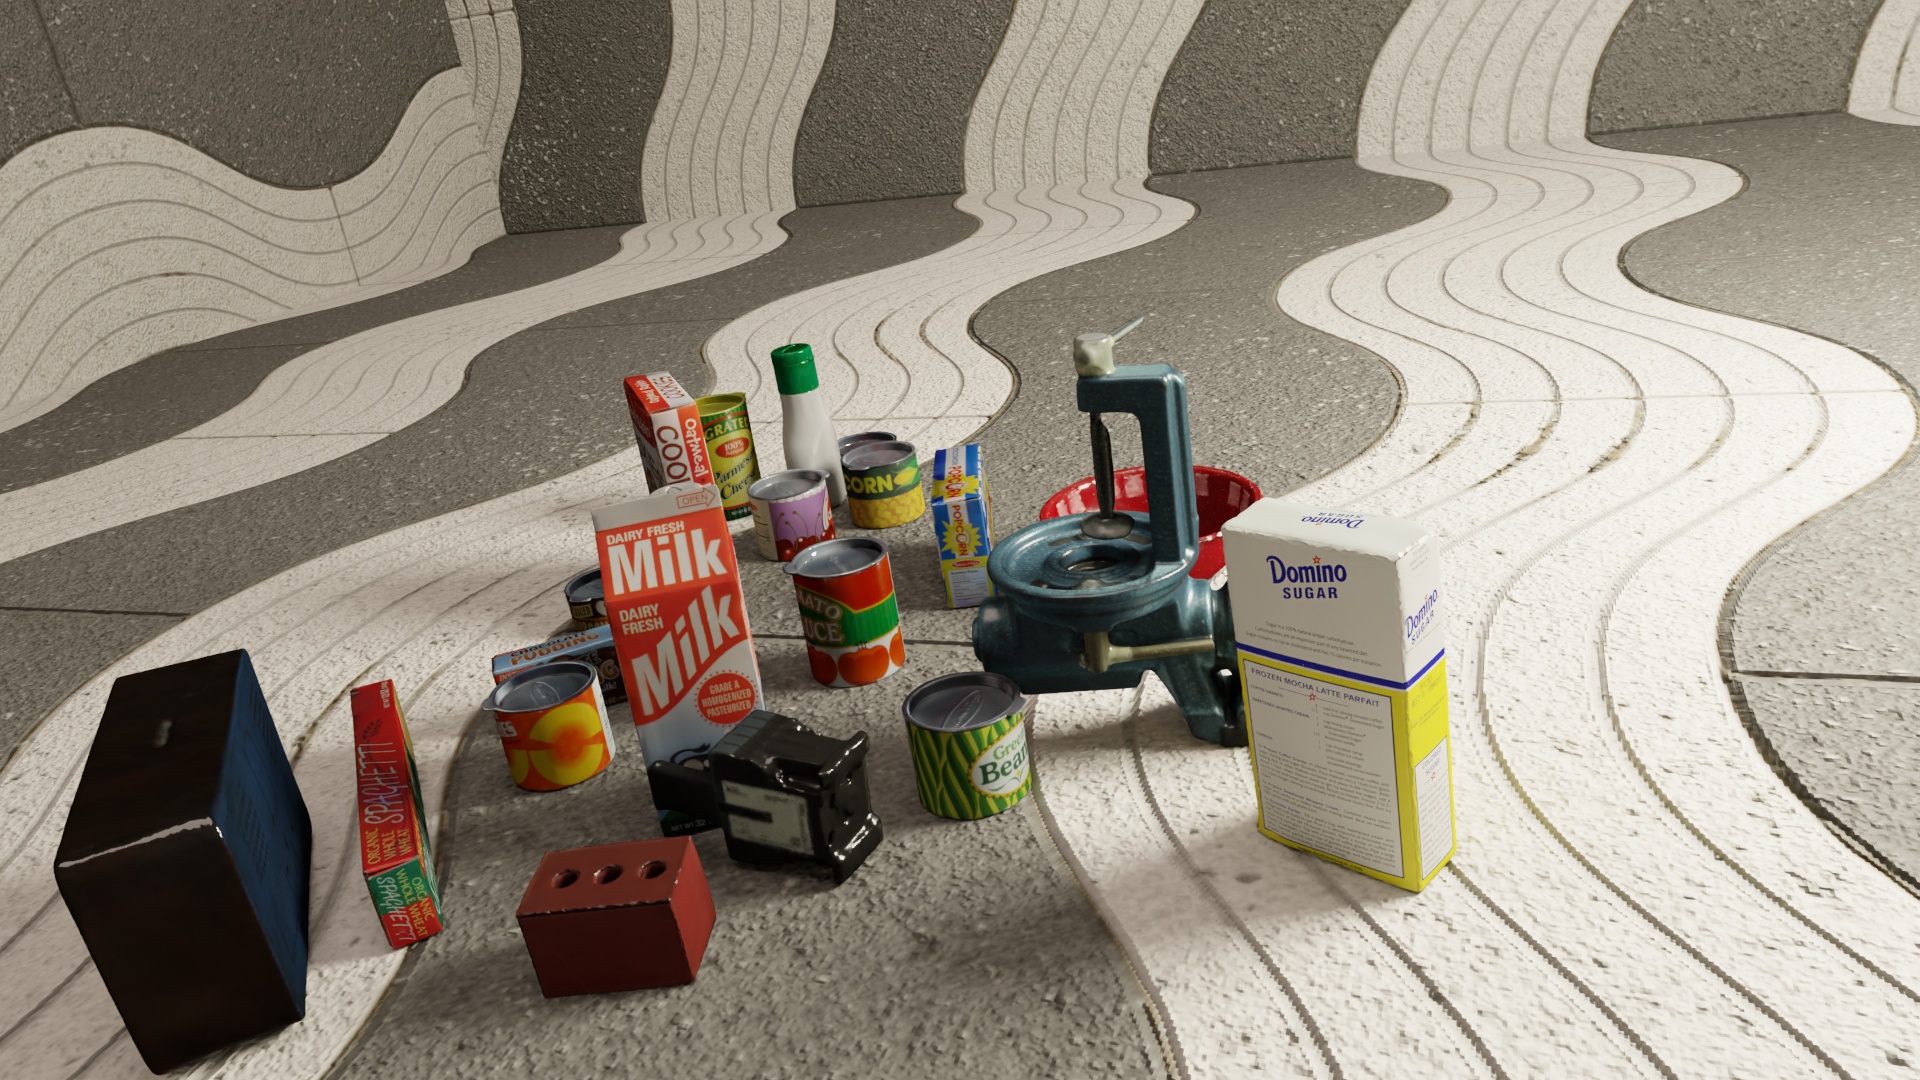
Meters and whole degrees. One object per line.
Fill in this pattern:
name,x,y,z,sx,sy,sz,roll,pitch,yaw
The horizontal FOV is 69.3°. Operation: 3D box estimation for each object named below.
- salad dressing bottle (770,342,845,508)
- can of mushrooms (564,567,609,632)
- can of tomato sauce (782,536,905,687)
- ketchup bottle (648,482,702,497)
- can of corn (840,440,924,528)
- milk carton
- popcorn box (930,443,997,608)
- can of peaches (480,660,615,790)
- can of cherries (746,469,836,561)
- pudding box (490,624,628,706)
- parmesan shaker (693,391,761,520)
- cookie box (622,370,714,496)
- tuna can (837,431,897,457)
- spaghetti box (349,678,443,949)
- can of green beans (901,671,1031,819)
salad dressing bottle,-0.137,-0.101,1.240,0.044,0.147,0.064,-1,23,20
can of mushrooms,-0.274,0.046,1.083,0.071,0.033,0.071,-8,22,3
can of tomato sauce,-0.077,0.048,0.936,0.071,0.082,0.071,-8,22,3
ketchup bottle,-0.171,0.036,0.913,0.044,0.148,0.065,-18,23,-23
can of corn,-0.068,-0.047,1.201,0.071,0.058,0.071,-8,22,3
milk carton,-0.153,0.063,0.785,0.072,0.189,0.073,-12,22,-8
popcorn box,0.004,-0.013,1.054,0.038,0.085,0.127,-8,22,4
can of peaches,-0.257,0.116,0.871,0.071,0.057,0.071,-8,22,3
can of cherries,-0.138,-0.022,1.165,0.071,0.058,0.072,-8,22,3
pudding box,-0.271,0.093,0.945,0.084,0.049,0.030,-15,22,-15
parmesan shaker,-0.216,-0.077,1.270,0.071,0.102,0.071,-8,22,3
cookie box,-0.222,-0.040,1.096,0.040,0.166,0.123,-16,23,-17
tuna can,-0.090,-0.077,1.317,0.071,0.032,0.071,-8,22,3
spaghetti box,-0.337,0.153,0.822,0.029,0.050,0.250,-17,23,-20
can of green beans,0.004,0.114,0.777,0.071,0.057,0.071,-8,22,3
